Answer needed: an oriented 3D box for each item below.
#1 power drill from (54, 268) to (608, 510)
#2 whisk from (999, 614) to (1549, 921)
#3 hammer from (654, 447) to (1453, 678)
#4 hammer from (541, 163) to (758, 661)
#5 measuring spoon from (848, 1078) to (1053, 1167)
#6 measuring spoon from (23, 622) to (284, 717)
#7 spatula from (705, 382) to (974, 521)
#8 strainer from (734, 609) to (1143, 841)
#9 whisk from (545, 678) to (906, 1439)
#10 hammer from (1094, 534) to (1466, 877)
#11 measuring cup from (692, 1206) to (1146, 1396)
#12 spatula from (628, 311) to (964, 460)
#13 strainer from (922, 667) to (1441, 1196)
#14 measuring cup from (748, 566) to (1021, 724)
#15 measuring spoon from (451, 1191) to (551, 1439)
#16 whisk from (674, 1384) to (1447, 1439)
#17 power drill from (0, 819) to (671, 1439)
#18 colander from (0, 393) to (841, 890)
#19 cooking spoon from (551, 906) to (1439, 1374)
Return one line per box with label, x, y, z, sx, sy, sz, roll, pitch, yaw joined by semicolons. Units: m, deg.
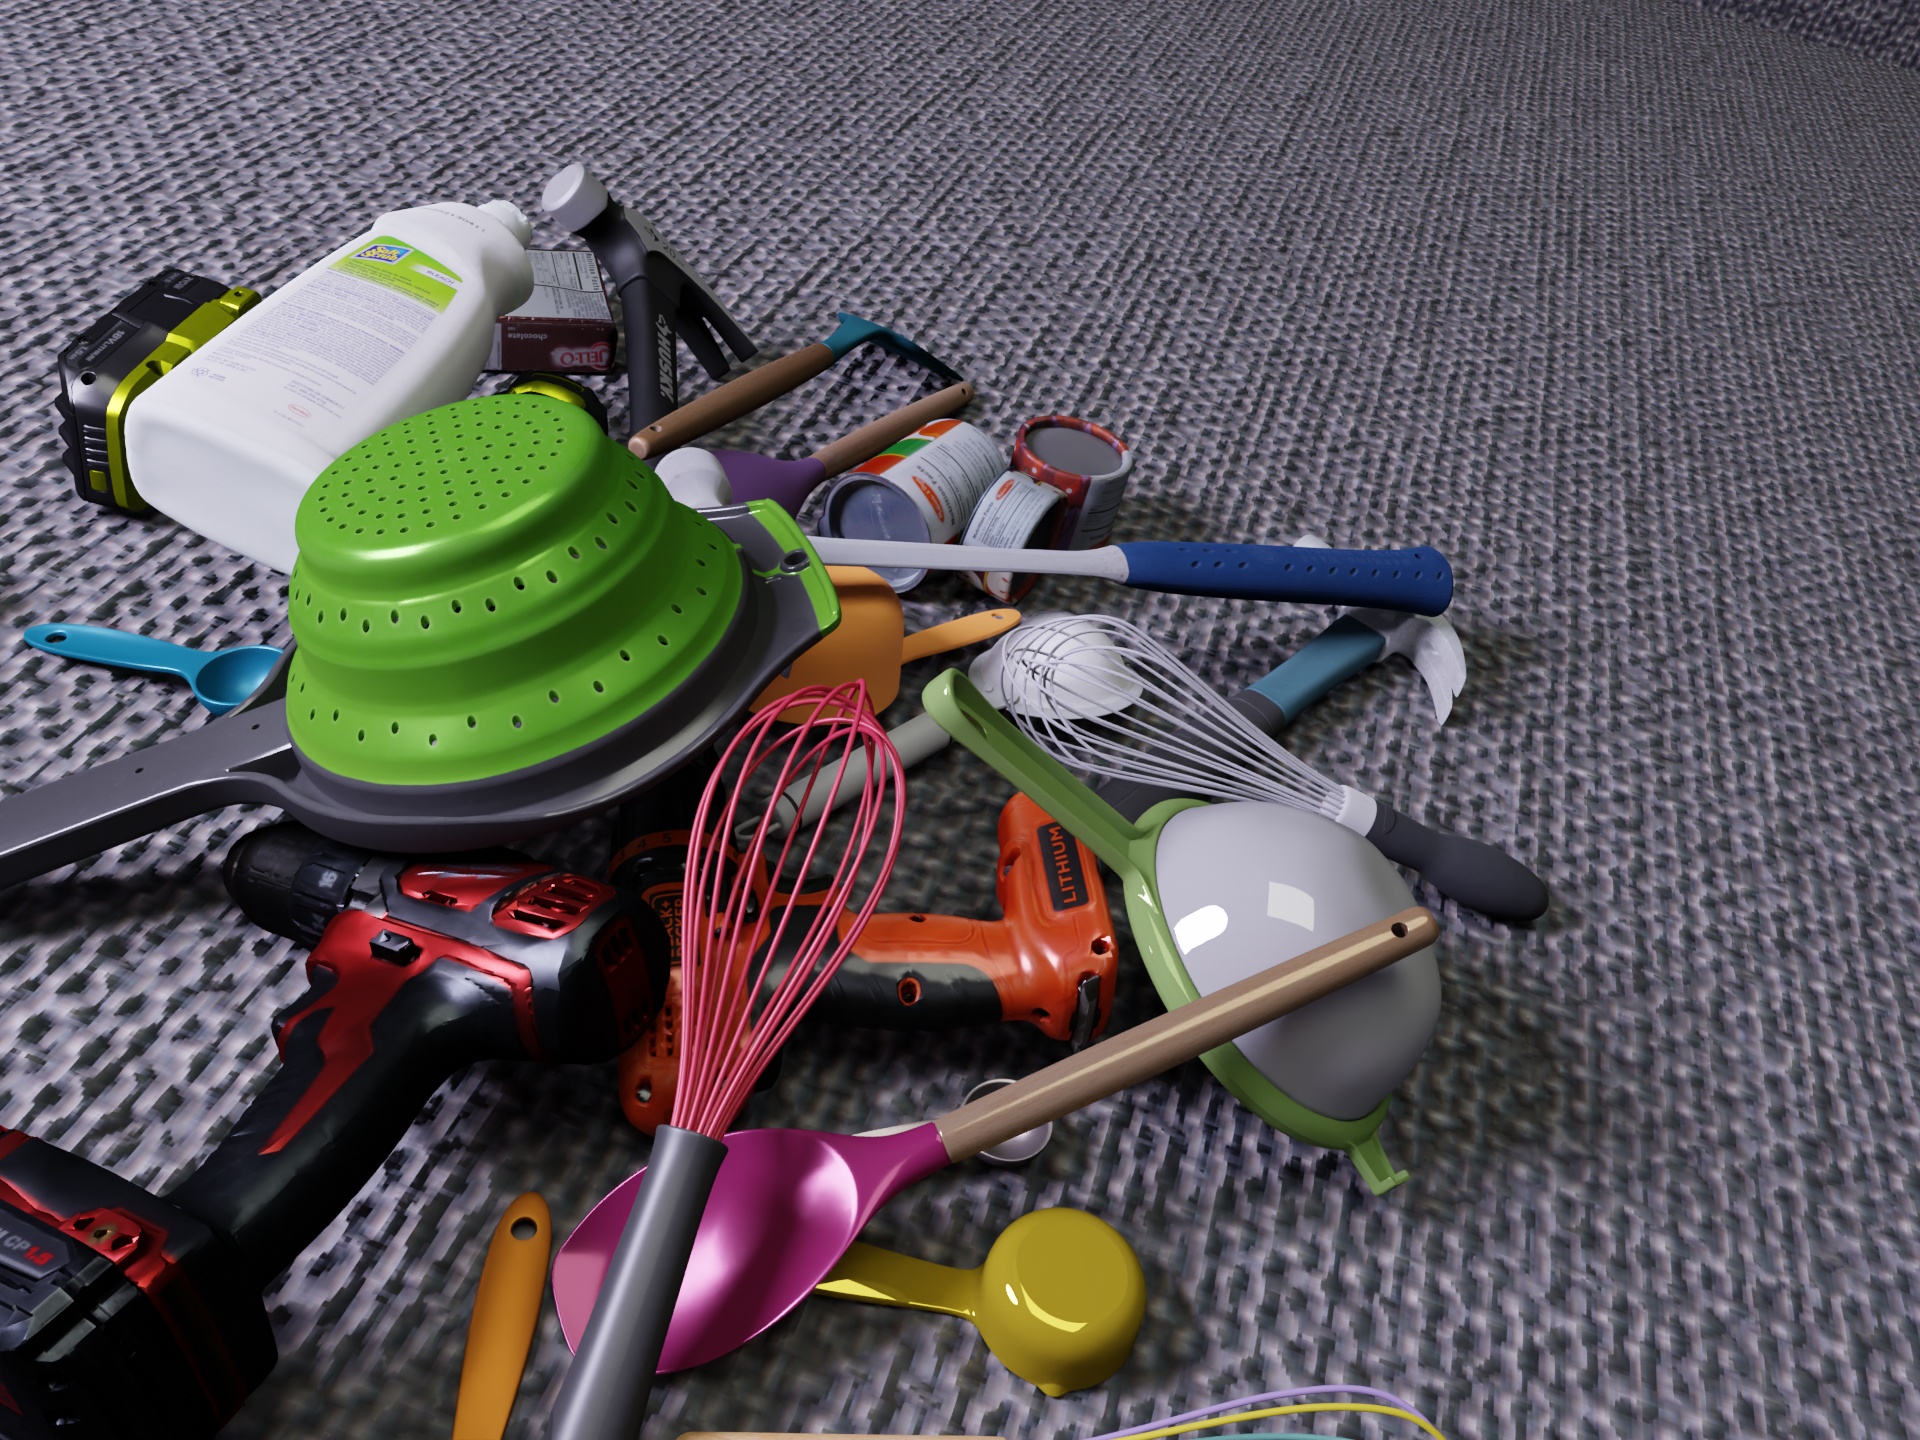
power drill;-0.304;-0.133;0.774;0.223;0.080;0.171;16;40;-2
whisk;0.143;0.029;0.696;0.284;0.070;0.070;25;38;-14
hammer;0.067;-0.071;0.757;0.405;0.035;0.144;0;35;-24
hammer;-0.153;-0.139;0.818;0.146;0.035;0.335;39;31;-45
measuring spoon;-0.026;0.158;0.570;0.124;0.018;0.034;-11;48;-17
measuring spoon;-0.343;-0.020;0.683;0.128;0.021;0.042;11;39;11
spatula;-0.067;-0.145;0.863;0.059;0.018;0.316;59;36;-7
strainer;-0.001;-0.002;0.740;0.258;0.050;0.087;-29;41;-35
whisk;-0.078;0.114;0.505;0.073;0.073;0.296;16;65;2
hammer;0.139;0.000;0.781;0.128;0.033;0.331;35;45;25
measuring cup;-0.013;0.181;0.530;0.156;0.029;0.062;12;40;-4
spatula;-0.090;-0.185;0.882;0.082;0.044;0.317;27;34;12
strainer;0.099;0.050;0.591;0.256;0.069;0.152;39;32;-21
measuring cup;-0.036;-0.052;0.764;0.173;0.052;0.095;-18;38;-34
measuring spoon;-0.144;0.195;0.491;0.021;0.011;0.117;8;40;-7
whisk;0.035;0.233;0.480;0.245;0.047;0.051;4;29;-5
power drill;-0.226;0.110;0.503;0.188;0.080;0.227;11;36;28
colander;-0.246;-0.024;0.565;0.397;0.094;0.205;-22;39;-10
cooking spoon;0.018;0.131;0.530;0.319;0.017;0.069;-23;56;-8
